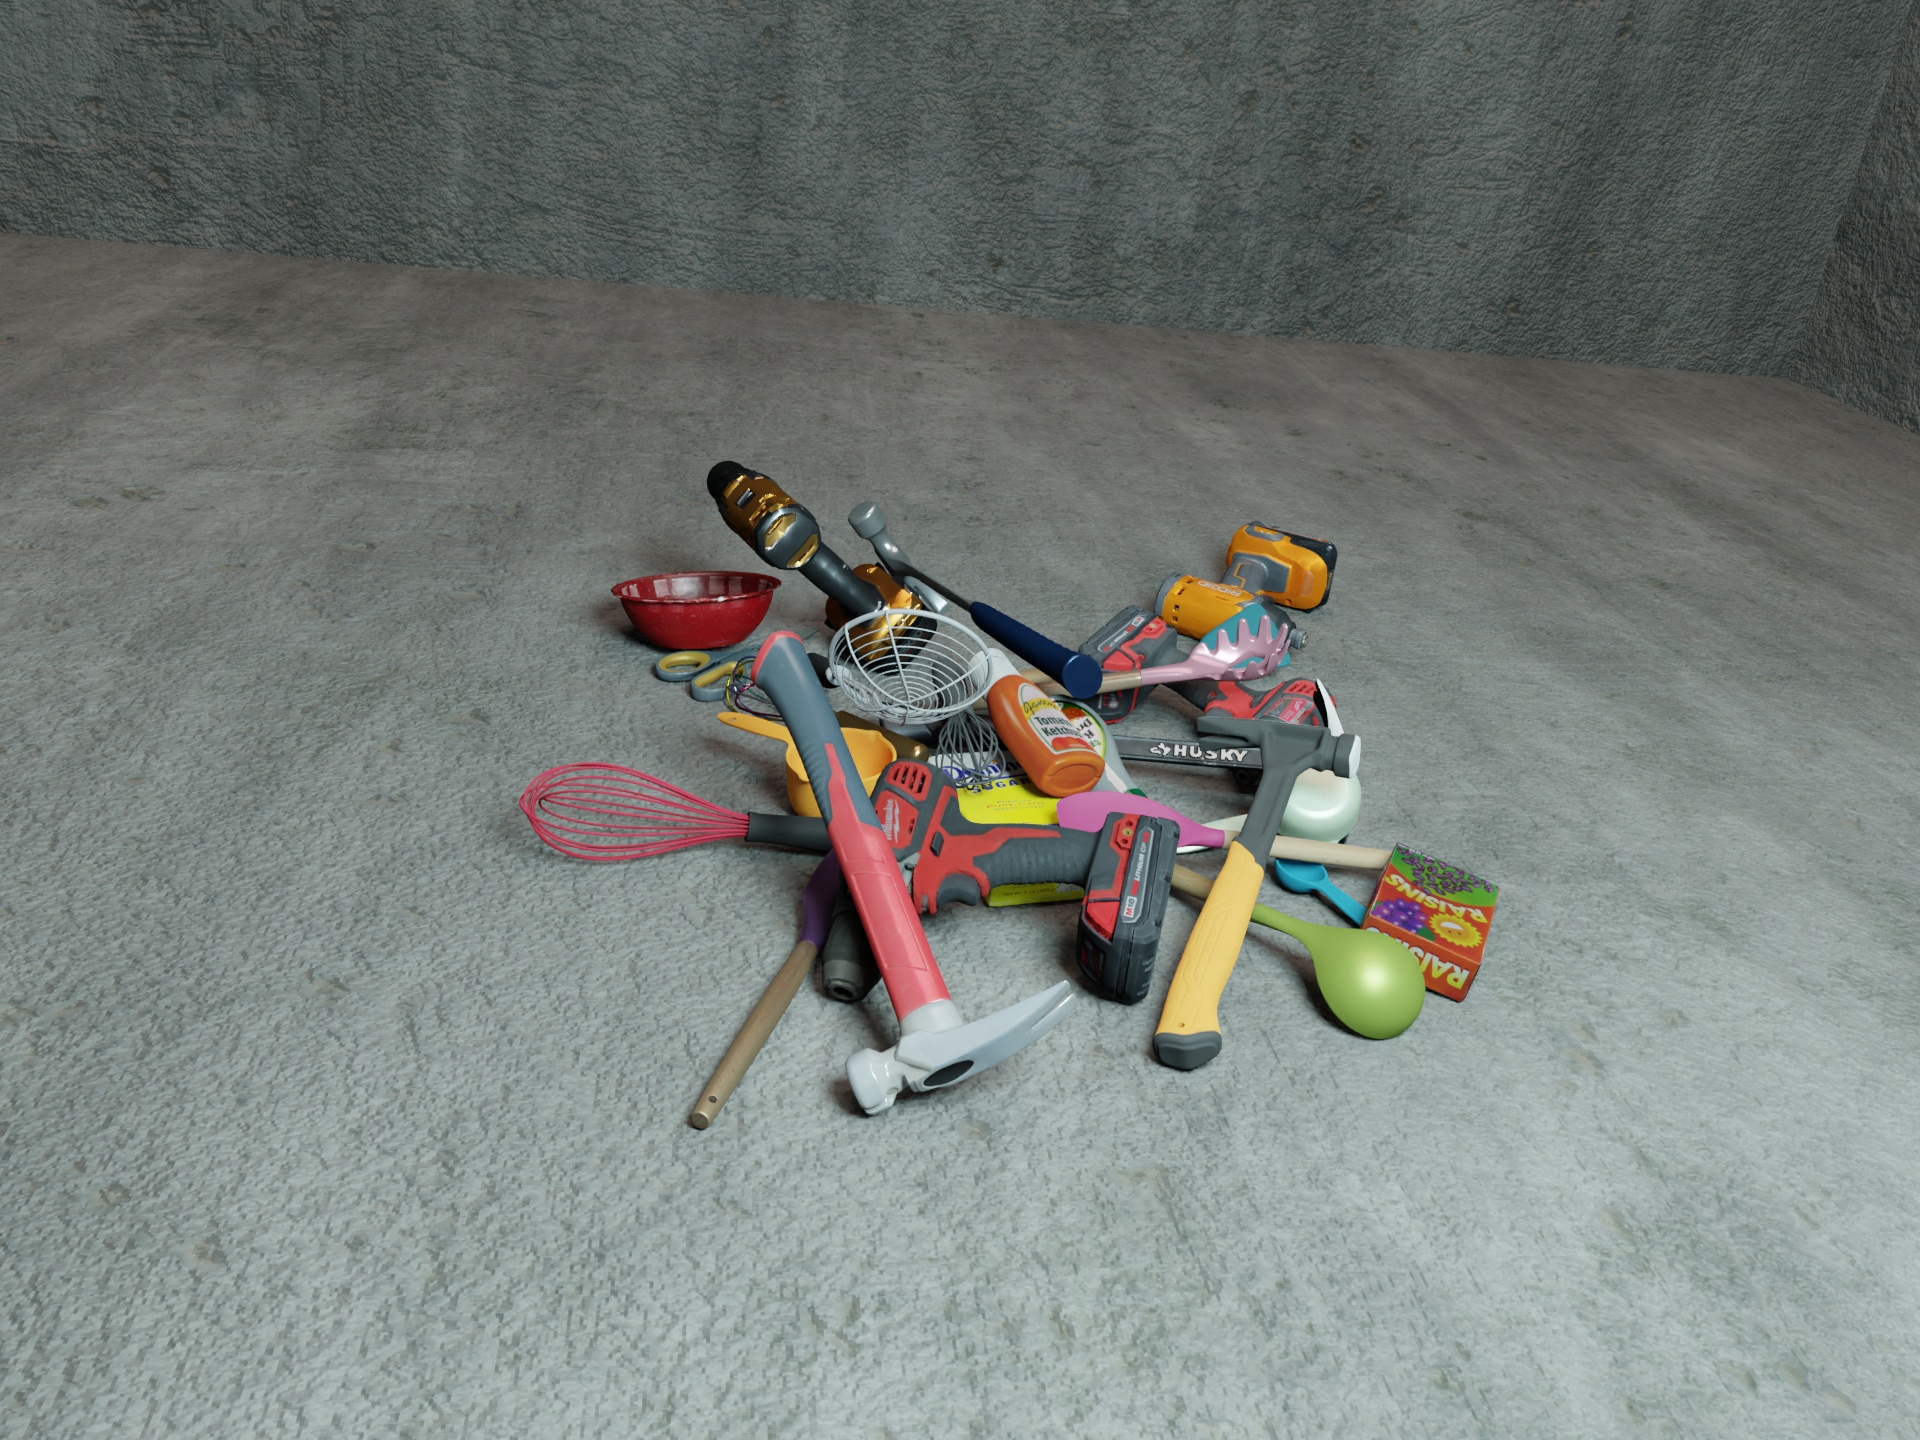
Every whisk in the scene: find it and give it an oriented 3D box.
[{"bbox_3d":[-0.179,0.078,1.192,0.295,0.073,0.073,7,25,-15],"label":"whisk"},{"bbox_3d":[-0.003,-0.003,1.311,0.055,0.055,0.239,3,23,-8],"label":"whisk"},{"bbox_3d":[-0.119,-0.001,1.360,0.245,0.051,0.047,21,60,39],"label":"whisk"}]

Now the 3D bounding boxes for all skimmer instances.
[{"bbox_3d":[-0.078,-0.058,1.340,0.127,0.090,0.363,20,1,-19],"label":"skimmer"}]

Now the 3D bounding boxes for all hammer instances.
[{"bbox_3d":[0.191,0.112,1.134,0.127,0.034,0.337,8,40,22],"label":"hammer"},{"bbox_3d":[0.128,0.017,1.363,0.409,0.036,0.149,6,58,9],"label":"hammer"},{"bbox_3d":[-0.056,0.070,1.064,0.143,0.038,0.387,-25,49,-1],"label":"hammer"},{"bbox_3d":[0.016,-0.098,1.468,0.035,0.144,0.406,-40,32,-8],"label":"hammer"}]

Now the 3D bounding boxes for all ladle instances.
[{"bbox_3d":[0.198,0.143,1.175,0.078,0.062,0.320,-24,32,-36],"label":"ladle"}]

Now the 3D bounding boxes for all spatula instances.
[{"bbox_3d":[0.173,-0.060,1.574,0.317,0.044,0.082,-7,56,-23],"label":"spatula"},{"bbox_3d":[-0.109,0.168,1.058,0.060,0.018,0.316,31,29,1],"label":"spatula"}]

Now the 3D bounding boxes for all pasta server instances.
[{"bbox_3d":[0.131,-0.039,1.399,0.316,0.040,0.060,-8,41,8],"label":"pasta server"}]

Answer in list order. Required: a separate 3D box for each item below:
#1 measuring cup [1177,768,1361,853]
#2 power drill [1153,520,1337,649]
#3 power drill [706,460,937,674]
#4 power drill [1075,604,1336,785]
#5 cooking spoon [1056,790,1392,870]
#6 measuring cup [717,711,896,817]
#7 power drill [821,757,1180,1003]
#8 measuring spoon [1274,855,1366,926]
[{"bbox_3d":[0.241,0.072,1.273,0.167,0.038,0.083,-16,59,-6],"label":"measuring cup"},{"bbox_3d":[0.331,-0.138,1.737,0.164,0.084,0.226,21,33,26],"label":"power drill"},{"bbox_3d":[-0.142,-0.155,1.511,0.226,0.084,0.186,41,1,-39],"label":"power drill"},{"bbox_3d":[0.217,-0.015,1.448,0.220,0.078,0.143,25,42,25],"label":"power drill"},{"bbox_3d":[0.224,0.095,1.226,0.318,0.017,0.069,8,38,-15],"label":"cooking spoon"},{"bbox_3d":[-0.129,0.037,1.289,0.174,0.052,0.095,18,33,30],"label":"measuring cup"},{"bbox_3d":[0.024,0.125,1.084,0.227,0.080,0.188,11,50,9],"label":"power drill"},{"bbox_3d":[0.289,0.145,1.216,0.042,0.021,0.129,-9,38,-40],"label":"measuring spoon"}]
